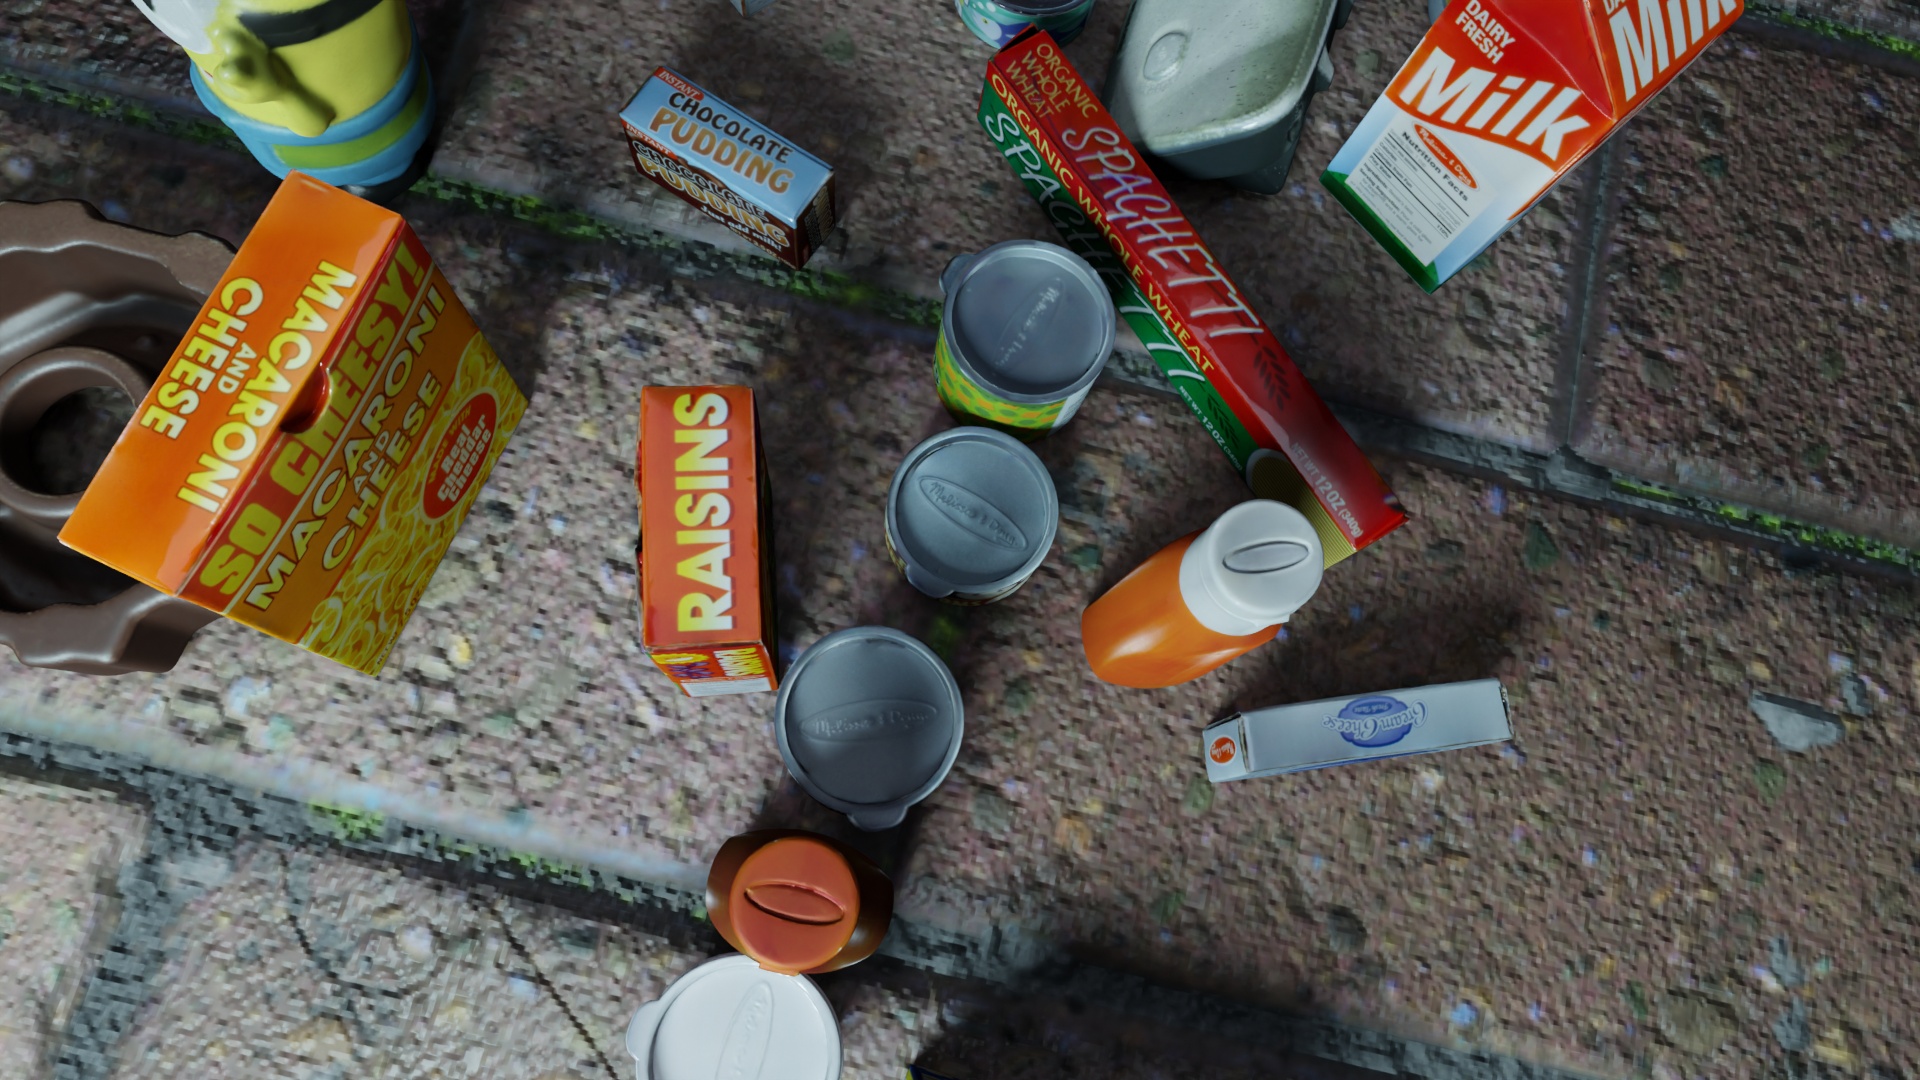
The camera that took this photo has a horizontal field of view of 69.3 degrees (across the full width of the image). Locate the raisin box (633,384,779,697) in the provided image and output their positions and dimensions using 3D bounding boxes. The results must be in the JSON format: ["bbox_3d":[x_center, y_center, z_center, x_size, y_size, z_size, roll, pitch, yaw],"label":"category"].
[{"bbox_3d":[-0.086,0.005,0.486,0.040,0.123,0.086,-2,77,-6],"label":"raisin box"}]

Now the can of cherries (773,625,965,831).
[{"bbox_3d":[-0.034,0.071,0.509,0.071,0.058,0.071,1,77,-5],"label":"can of cherries"}]

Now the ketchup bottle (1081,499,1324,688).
[{"bbox_3d":[0.085,0.022,0.486,0.065,0.148,0.043,-10,78,-8],"label":"ketchup bottle"}]

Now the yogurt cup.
[{"bbox_3d":[-0.075,0.177,0.482,0.072,0.054,0.072,1,77,-5],"label":"yogurt cup"}]

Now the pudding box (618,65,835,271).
[{"bbox_3d":[-0.092,-0.150,0.560,0.084,0.049,0.030,32,76,2],"label":"pudding box"}]

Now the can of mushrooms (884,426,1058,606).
[{"bbox_3d":[0.002,-0.007,0.544,0.071,0.033,0.071,1,77,-5],"label":"can of mushrooms"}]

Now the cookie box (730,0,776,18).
[{"bbox_3d":[-0.109,-0.302,0.534,0.040,0.167,0.123,-36,83,-12],"label":"cookie box"}]

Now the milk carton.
[{"bbox_3d":[0.216,-0.175,0.524,0.072,0.190,0.073,-40,84,-12],"label":"milk carton"}]

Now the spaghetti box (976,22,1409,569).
[{"bbox_3d":[0.088,-0.098,0.566,0.029,0.050,0.250,-33,82,-12],"label":"spaghetti box"}]

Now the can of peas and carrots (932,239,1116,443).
[{"bbox_3d":[0.021,-0.078,0.550,0.071,0.058,0.071,1,77,-5],"label":"can of peas and carrots"}]

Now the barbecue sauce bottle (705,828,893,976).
[{"bbox_3d":[-0.052,0.116,0.450,0.065,0.148,0.044,15,76,-2],"label":"barbecue sauce bottle"}]

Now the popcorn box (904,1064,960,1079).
[{"bbox_3d":[0.038,0.220,0.467,0.127,0.085,0.038,19,76,-1],"label":"popcorn box"}]

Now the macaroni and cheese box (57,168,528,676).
[{"bbox_3d":[-0.204,-0.028,0.460,0.040,0.166,0.124,24,76,0],"label":"macaroni and cheese box"}]

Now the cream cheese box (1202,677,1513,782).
[{"bbox_3d":[0.149,0.073,0.529,0.104,0.053,0.024,-6,78,-7],"label":"cream cheese box"}]

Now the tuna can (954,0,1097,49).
[{"bbox_3d":[0.027,-0.248,0.604,0.071,0.032,0.071,1,77,-5],"label":"tuna can"}]
